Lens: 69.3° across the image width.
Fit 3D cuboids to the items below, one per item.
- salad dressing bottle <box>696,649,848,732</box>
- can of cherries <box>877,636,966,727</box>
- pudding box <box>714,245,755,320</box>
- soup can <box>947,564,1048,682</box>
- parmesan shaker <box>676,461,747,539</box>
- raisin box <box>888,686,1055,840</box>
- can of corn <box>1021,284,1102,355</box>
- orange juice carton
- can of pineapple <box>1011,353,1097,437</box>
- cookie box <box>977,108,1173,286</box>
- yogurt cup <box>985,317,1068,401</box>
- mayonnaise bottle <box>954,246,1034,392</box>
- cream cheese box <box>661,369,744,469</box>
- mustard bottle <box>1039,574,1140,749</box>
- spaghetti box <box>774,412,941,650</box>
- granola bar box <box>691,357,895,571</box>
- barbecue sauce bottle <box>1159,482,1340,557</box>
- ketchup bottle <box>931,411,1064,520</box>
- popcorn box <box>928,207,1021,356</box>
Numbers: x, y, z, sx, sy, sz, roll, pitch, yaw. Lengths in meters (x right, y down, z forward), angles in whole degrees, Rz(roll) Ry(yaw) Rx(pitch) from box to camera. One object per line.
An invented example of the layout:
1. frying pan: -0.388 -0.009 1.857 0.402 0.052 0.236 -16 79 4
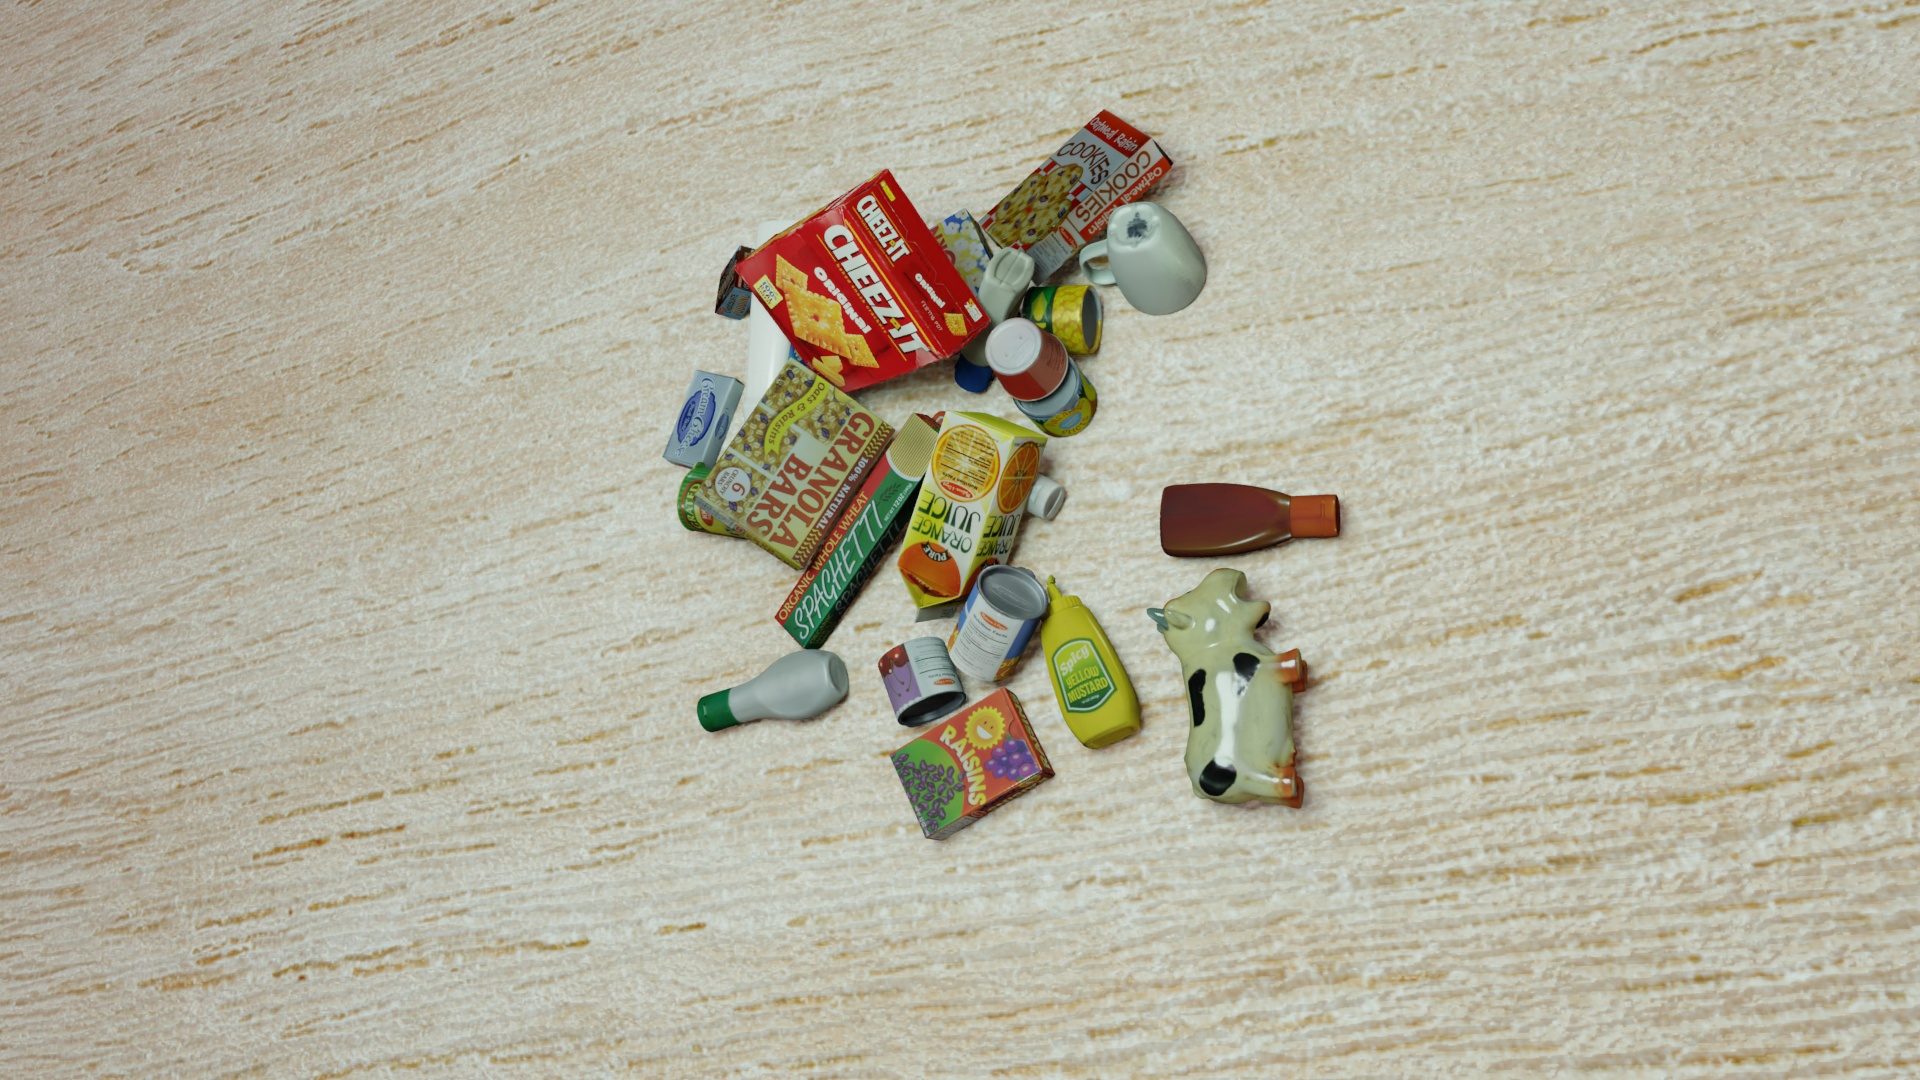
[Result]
1. salad dressing bottle: -0.181 0.147 1.325 0.147 0.044 0.064 -18 71 19
2. can of cherries: -0.037 0.128 1.256 0.071 0.071 0.058 -29 65 13
3. pudding box: -0.231 -0.270 1.458 0.083 0.030 0.050 155 125 -63
4. soup can: 0.033 0.072 1.225 0.071 0.071 0.083 48 134 27
5. parmesan shaker: -0.221 -0.038 1.385 0.103 0.071 0.071 8 78 26
6. raisin box: 0.009 0.198 1.229 0.123 0.040 0.086 -31 63 11
7. can of corn: 0.095 -0.204 1.301 0.058 0.071 0.071 2 75 23
8. orange juice carton: 0.004 -0.016 1.247 0.073 0.072 0.192 24 104 25
9. can of pineapple: 0.088 -0.133 1.287 0.071 0.058 0.071 -7 72 22
10. cookie box: 0.107 -0.328 1.322 0.167 0.040 0.123 -41 33 7
11. yogurt cup: 0.057 -0.165 1.246 0.072 0.054 0.072 -6 73 22
12. mayonnaise bottle: 0.028 -0.200 1.291 0.041 0.147 0.065 25 51 4
13. cream cheese box: -0.270 -0.125 1.458 0.053 0.024 0.104 15 81 26
14. mustard bottle: 0.103 0.100 1.213 0.065 0.048 0.161 -27 65 12
15. spaghetti box: -0.091 -0.006 1.315 0.050 0.029 0.249 42 104 27
16. granola bar box: -0.158 -0.073 1.327 0.124 0.039 0.166 34 76 -9
17. barbecue sauce bottle: 0.248 -0.019 1.191 0.148 0.043 0.065 -2 74 22
18. ketchup bottle: 0.028 -0.066 1.301 0.149 0.043 0.064 29 91 27
19. popcorn box: -0.003 -0.255 1.375 0.085 0.038 0.127 -28 65 14
